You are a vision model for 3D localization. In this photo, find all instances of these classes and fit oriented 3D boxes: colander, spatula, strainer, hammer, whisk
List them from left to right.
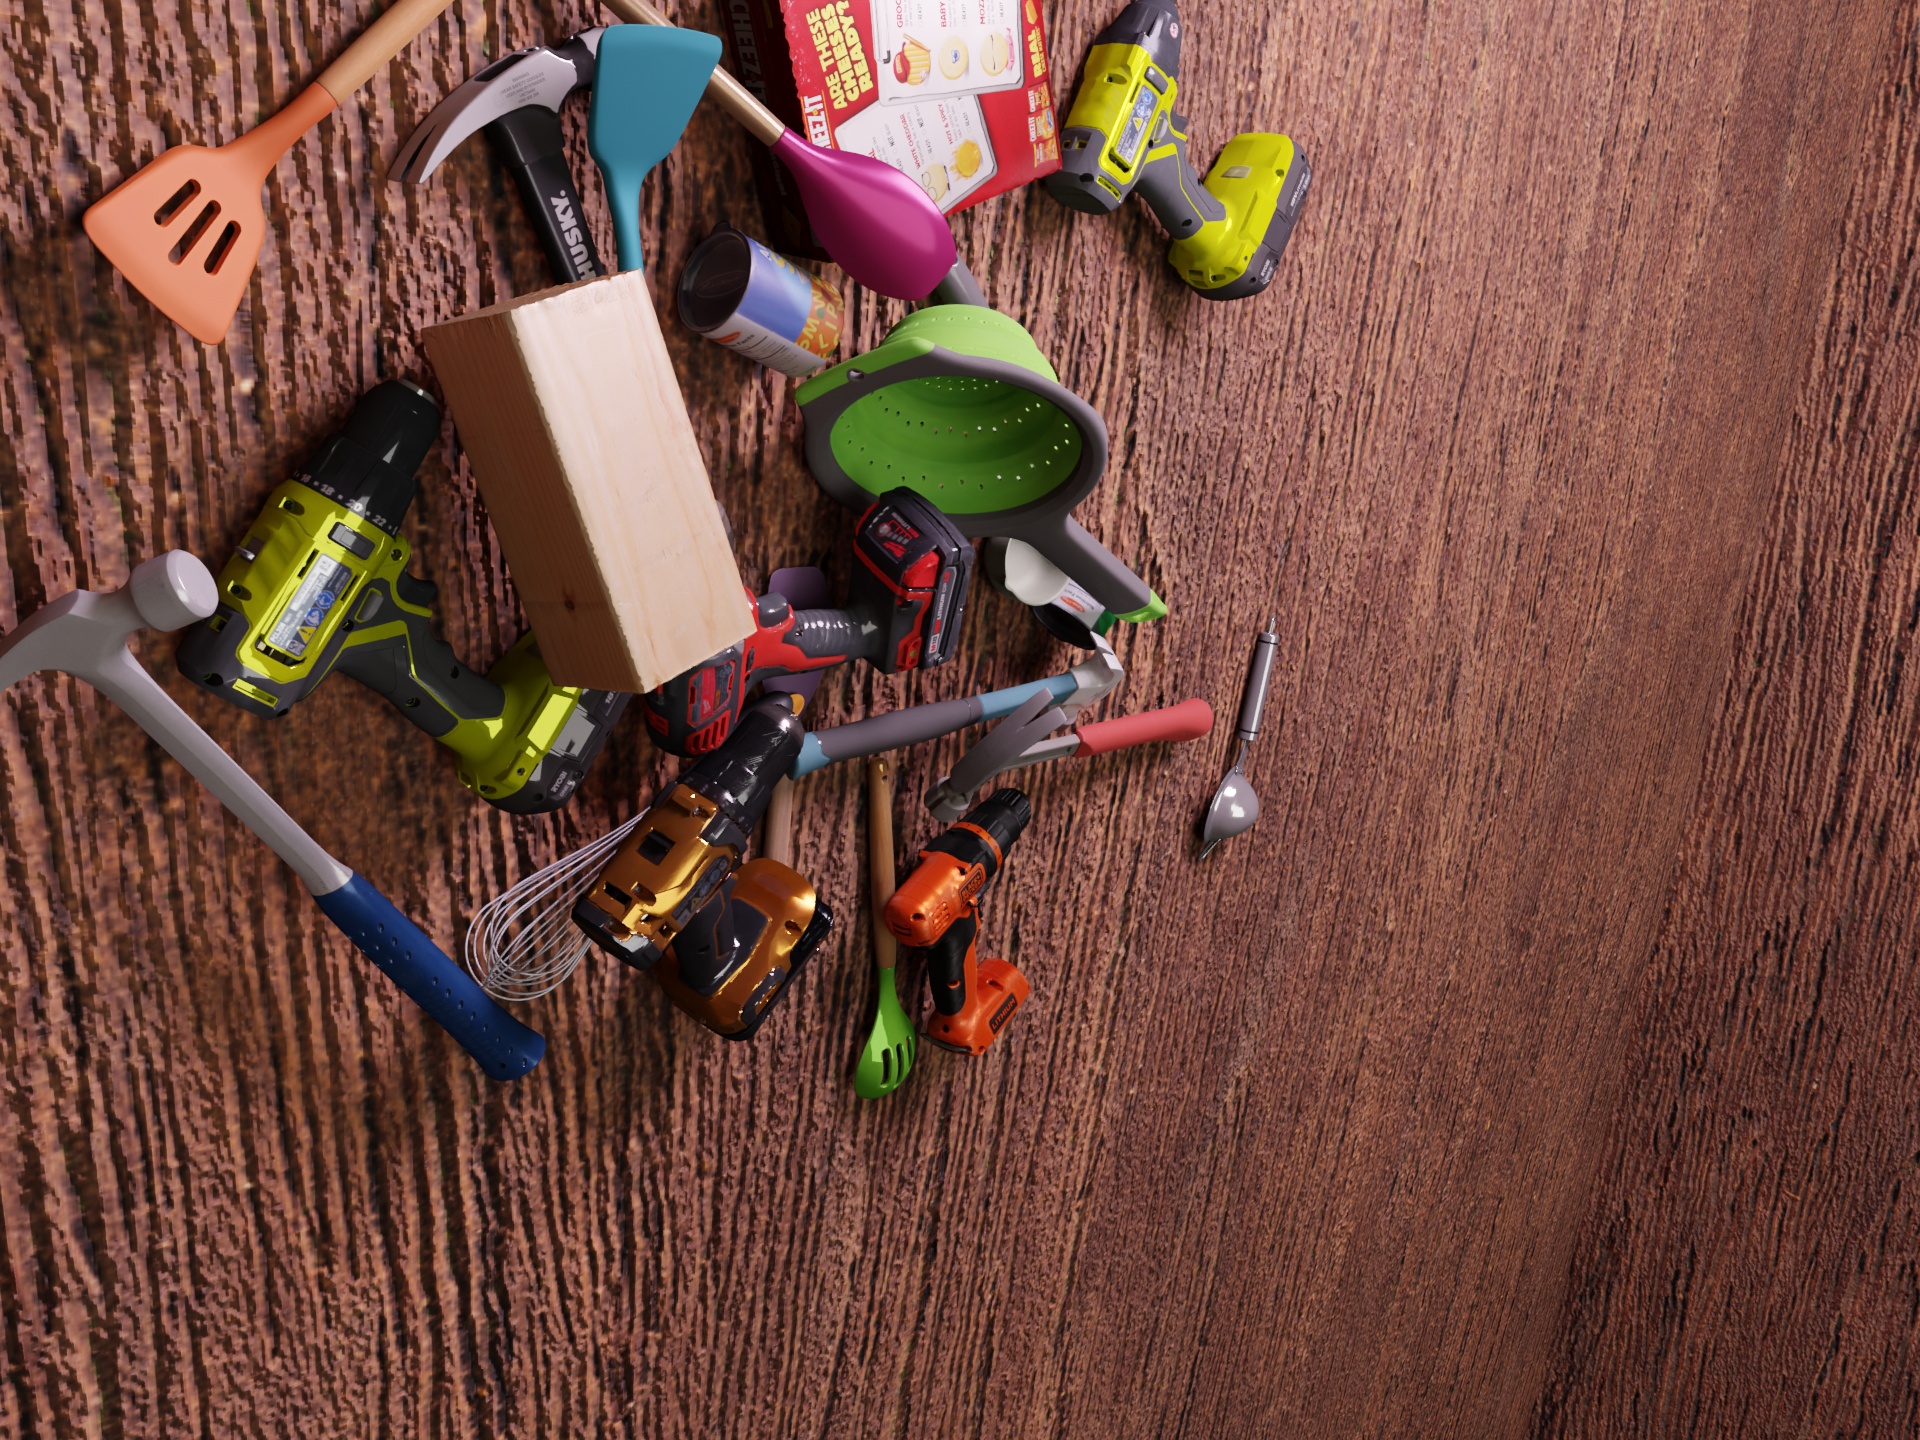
[{"bbox_3d":[-0.355,0.083,0.867,0.144,0.035,0.405,-22,133,6],"label":"hammer"},{"bbox_3d":[-0.295,-0.327,0.791,0.322,0.041,0.080,-51,136,-13],"label":"spatula"},{"bbox_3d":[-0.212,-0.217,0.942,0.146,0.035,0.334,-39,132,-29],"label":"hammer"},{"bbox_3d":[-0.183,-0.226,0.909,0.082,0.044,0.317,-19,121,-47],"label":"spatula"},{"bbox_3d":[-0.210,0.075,1.050,0.285,0.070,0.070,-46,135,-24],"label":"whisk"},{"bbox_3d":[-0.128,0.043,1.158,0.059,0.018,0.315,-7,111,-40],"label":"spatula"},{"bbox_3d":[-0.002,-0.004,1.215,0.331,0.033,0.128,-14,160,-40],"label":"hammer"},{"bbox_3d":[0.035,-0.262,1.177,0.055,0.055,0.238,-52,132,-17],"label":"whisk"},{"bbox_3d":[0.044,-0.186,1.148,0.396,0.204,0.095,33,51,-48],"label":"colander"},{"bbox_3d":[0.123,0.010,1.342,0.149,0.037,0.359,-41,162,33],"label":"hammer"},{"bbox_3d":[0.284,0.022,1.574,0.087,0.050,0.258,-6,109,-62],"label":"strainer"}]

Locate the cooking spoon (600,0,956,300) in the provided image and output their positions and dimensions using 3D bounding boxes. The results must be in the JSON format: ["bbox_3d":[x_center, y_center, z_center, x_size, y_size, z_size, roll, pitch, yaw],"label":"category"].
[{"bbox_3d":[-0.125,-0.352,0.913,0.318,0.017,0.068,35,106,-29],"label":"cooking spoon"}]

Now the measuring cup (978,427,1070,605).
[{"bbox_3d":[0.036,-0.166,1.232,0.083,0.038,0.167,-40,123,-25],"label":"measuring cup"}]

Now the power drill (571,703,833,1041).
[{"bbox_3d":[-0.151,0.102,1.051,0.185,0.084,0.226,-54,157,-18],"label":"power drill"}]

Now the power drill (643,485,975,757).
[{"bbox_3d":[-0.104,-0.083,1.036,0.226,0.080,0.187,-22,142,-31],"label":"power drill"}]

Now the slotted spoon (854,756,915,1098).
[{"bbox_3d":[-0.062,0.175,1.282,0.070,0.031,0.313,-24,122,-44],"label":"slotted spoon"}]

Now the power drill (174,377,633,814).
[{"bbox_3d":[-0.292,-0.061,0.896,0.228,0.080,0.190,37,79,-45],"label":"power drill"}]

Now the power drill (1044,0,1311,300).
[{"bbox_3d":[0.173,-0.438,1.224,0.223,0.080,0.171,23,90,-46],"label":"power drill"}]

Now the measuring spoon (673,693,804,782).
[{"bbox_3d":[-0.156,0.018,1.114,0.117,0.011,0.021,-40,109,-20],"label":"measuring spoon"}]
